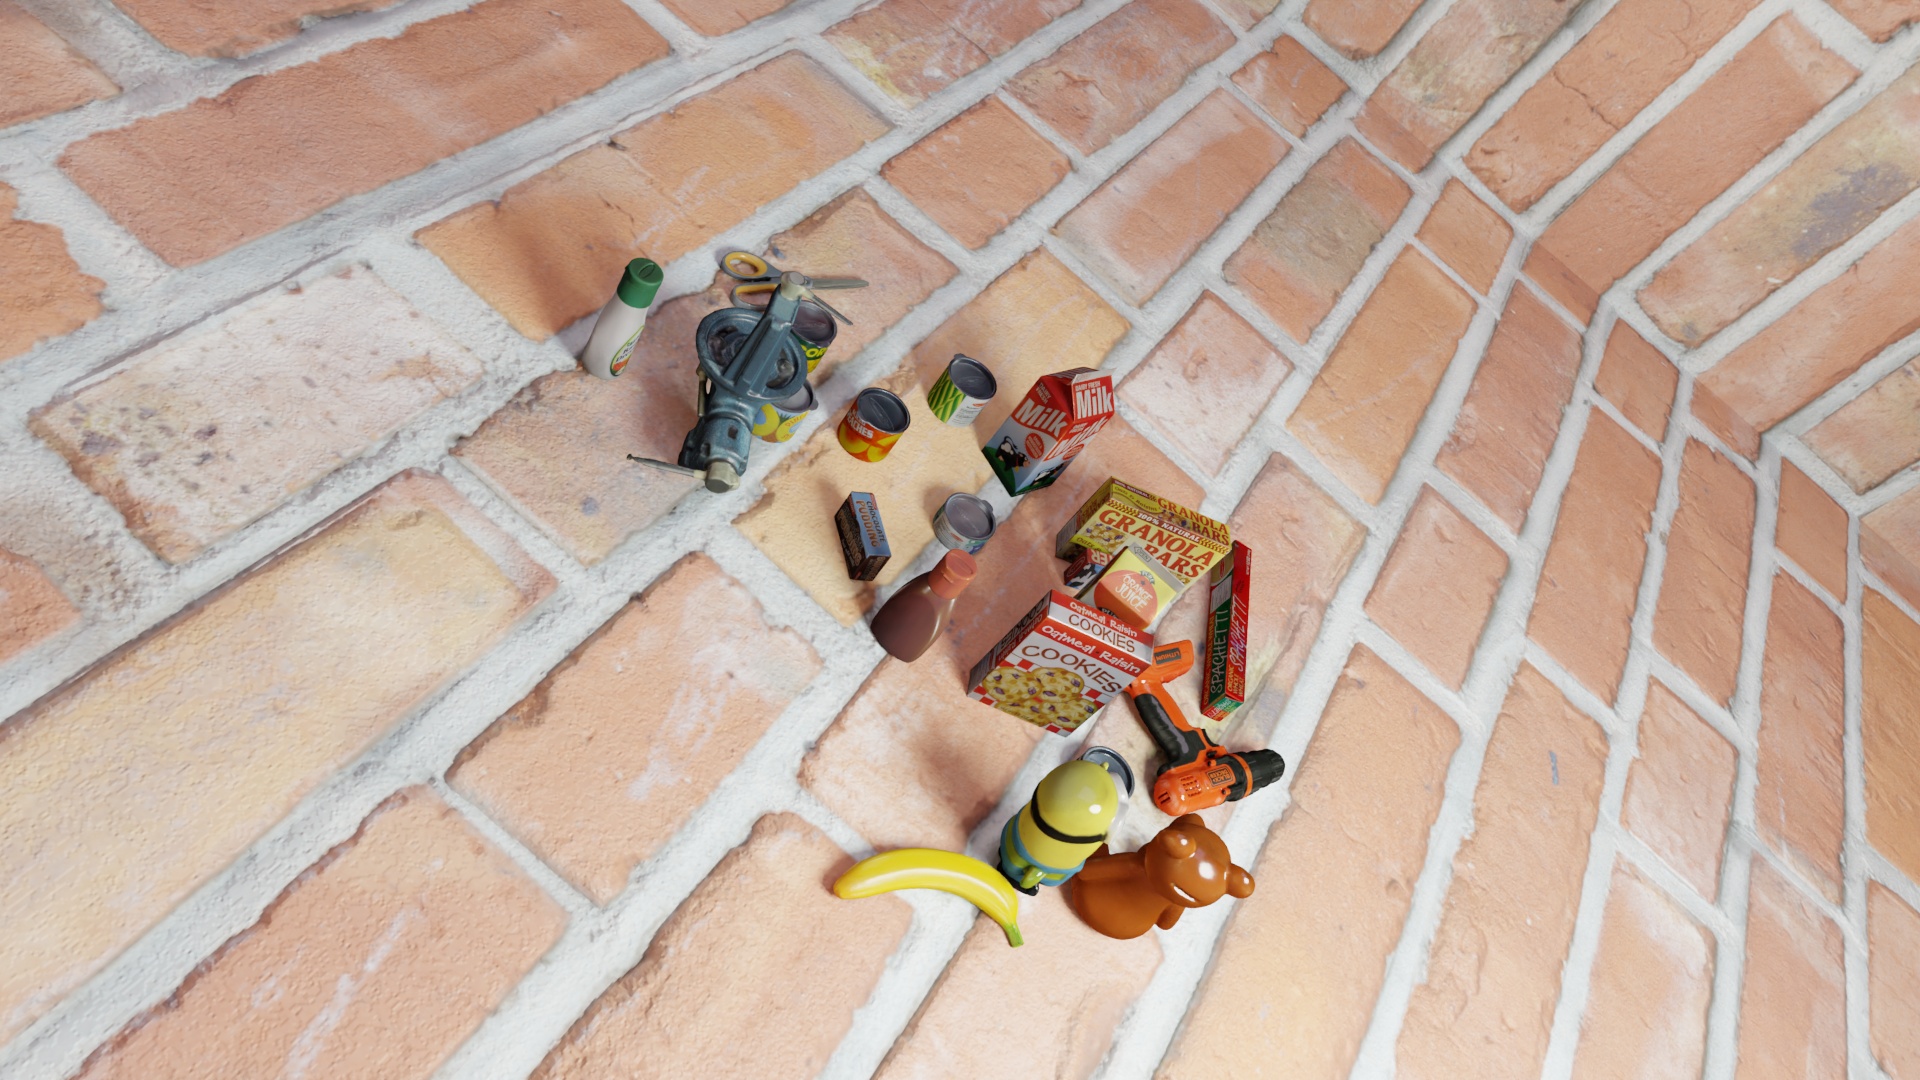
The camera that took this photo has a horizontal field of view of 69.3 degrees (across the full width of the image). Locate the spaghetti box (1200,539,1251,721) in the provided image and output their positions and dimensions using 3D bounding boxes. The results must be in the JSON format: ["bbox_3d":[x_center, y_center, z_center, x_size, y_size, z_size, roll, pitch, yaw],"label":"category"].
[{"bbox_3d":[0.321,0.106,1.671,0.028,0.050,0.251,27,45,-14],"label":"spaghetti box"}]

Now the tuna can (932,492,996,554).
[{"bbox_3d":[0.006,-0.020,1.570,0.071,0.032,0.071,18,48,-21],"label":"tuna can"}]

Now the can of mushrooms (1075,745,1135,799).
[{"bbox_3d":[0.144,0.252,1.447,0.071,0.033,0.071,18,48,-21],"label":"can of mushrooms"}]

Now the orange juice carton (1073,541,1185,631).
[{"bbox_3d":[0.160,0.076,1.483,0.072,0.191,0.073,42,44,1],"label":"orange juice carton"}]

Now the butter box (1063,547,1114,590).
[{"bbox_3d":[0.178,0.044,1.621,0.103,0.053,0.024,17,49,-23],"label":"butter box"}]

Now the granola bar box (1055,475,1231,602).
[{"bbox_3d":[0.213,0.000,1.629,0.165,0.123,0.039,22,47,-19],"label":"granola bar box"}]

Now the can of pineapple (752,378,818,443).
[{"bbox_3d":[-0.198,-0.147,1.516,0.071,0.057,0.071,18,48,-21],"label":"can of pineapple"}]

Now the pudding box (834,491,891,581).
[{"bbox_3d":[-0.104,-0.005,1.473,0.030,0.049,0.084,4,55,-32],"label":"pudding box"}]

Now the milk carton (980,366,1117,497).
[{"bbox_3d":[0.110,-0.138,1.622,0.072,0.189,0.073,-16,67,-41],"label":"milk carton"}]

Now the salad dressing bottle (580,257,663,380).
[{"bbox_3d":[-0.344,-0.226,1.416,0.044,0.147,0.064,36,44,-5],"label":"salad dressing bottle"}]

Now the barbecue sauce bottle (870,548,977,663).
[{"bbox_3d":[-0.034,0.063,1.395,0.065,0.147,0.044,44,44,3],"label":"barbecue sauce bottle"}]

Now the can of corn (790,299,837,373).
[{"bbox_3d":[-0.182,-0.231,1.593,0.071,0.058,0.071,18,48,-21],"label":"can of corn"}]

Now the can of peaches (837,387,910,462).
[{"bbox_3d":[-0.100,-0.129,1.568,0.071,0.057,0.071,18,48,-21],"label":"can of peaches"}]

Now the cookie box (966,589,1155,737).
[{"bbox_3d":[0.101,0.128,1.420,0.123,0.166,0.040,25,46,-16],"label":"cookie box"}]

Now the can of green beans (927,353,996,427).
[{"bbox_3d":[0.002,-0.179,1.676,0.071,0.057,0.071,18,48,-21],"label":"can of green beans"}]
